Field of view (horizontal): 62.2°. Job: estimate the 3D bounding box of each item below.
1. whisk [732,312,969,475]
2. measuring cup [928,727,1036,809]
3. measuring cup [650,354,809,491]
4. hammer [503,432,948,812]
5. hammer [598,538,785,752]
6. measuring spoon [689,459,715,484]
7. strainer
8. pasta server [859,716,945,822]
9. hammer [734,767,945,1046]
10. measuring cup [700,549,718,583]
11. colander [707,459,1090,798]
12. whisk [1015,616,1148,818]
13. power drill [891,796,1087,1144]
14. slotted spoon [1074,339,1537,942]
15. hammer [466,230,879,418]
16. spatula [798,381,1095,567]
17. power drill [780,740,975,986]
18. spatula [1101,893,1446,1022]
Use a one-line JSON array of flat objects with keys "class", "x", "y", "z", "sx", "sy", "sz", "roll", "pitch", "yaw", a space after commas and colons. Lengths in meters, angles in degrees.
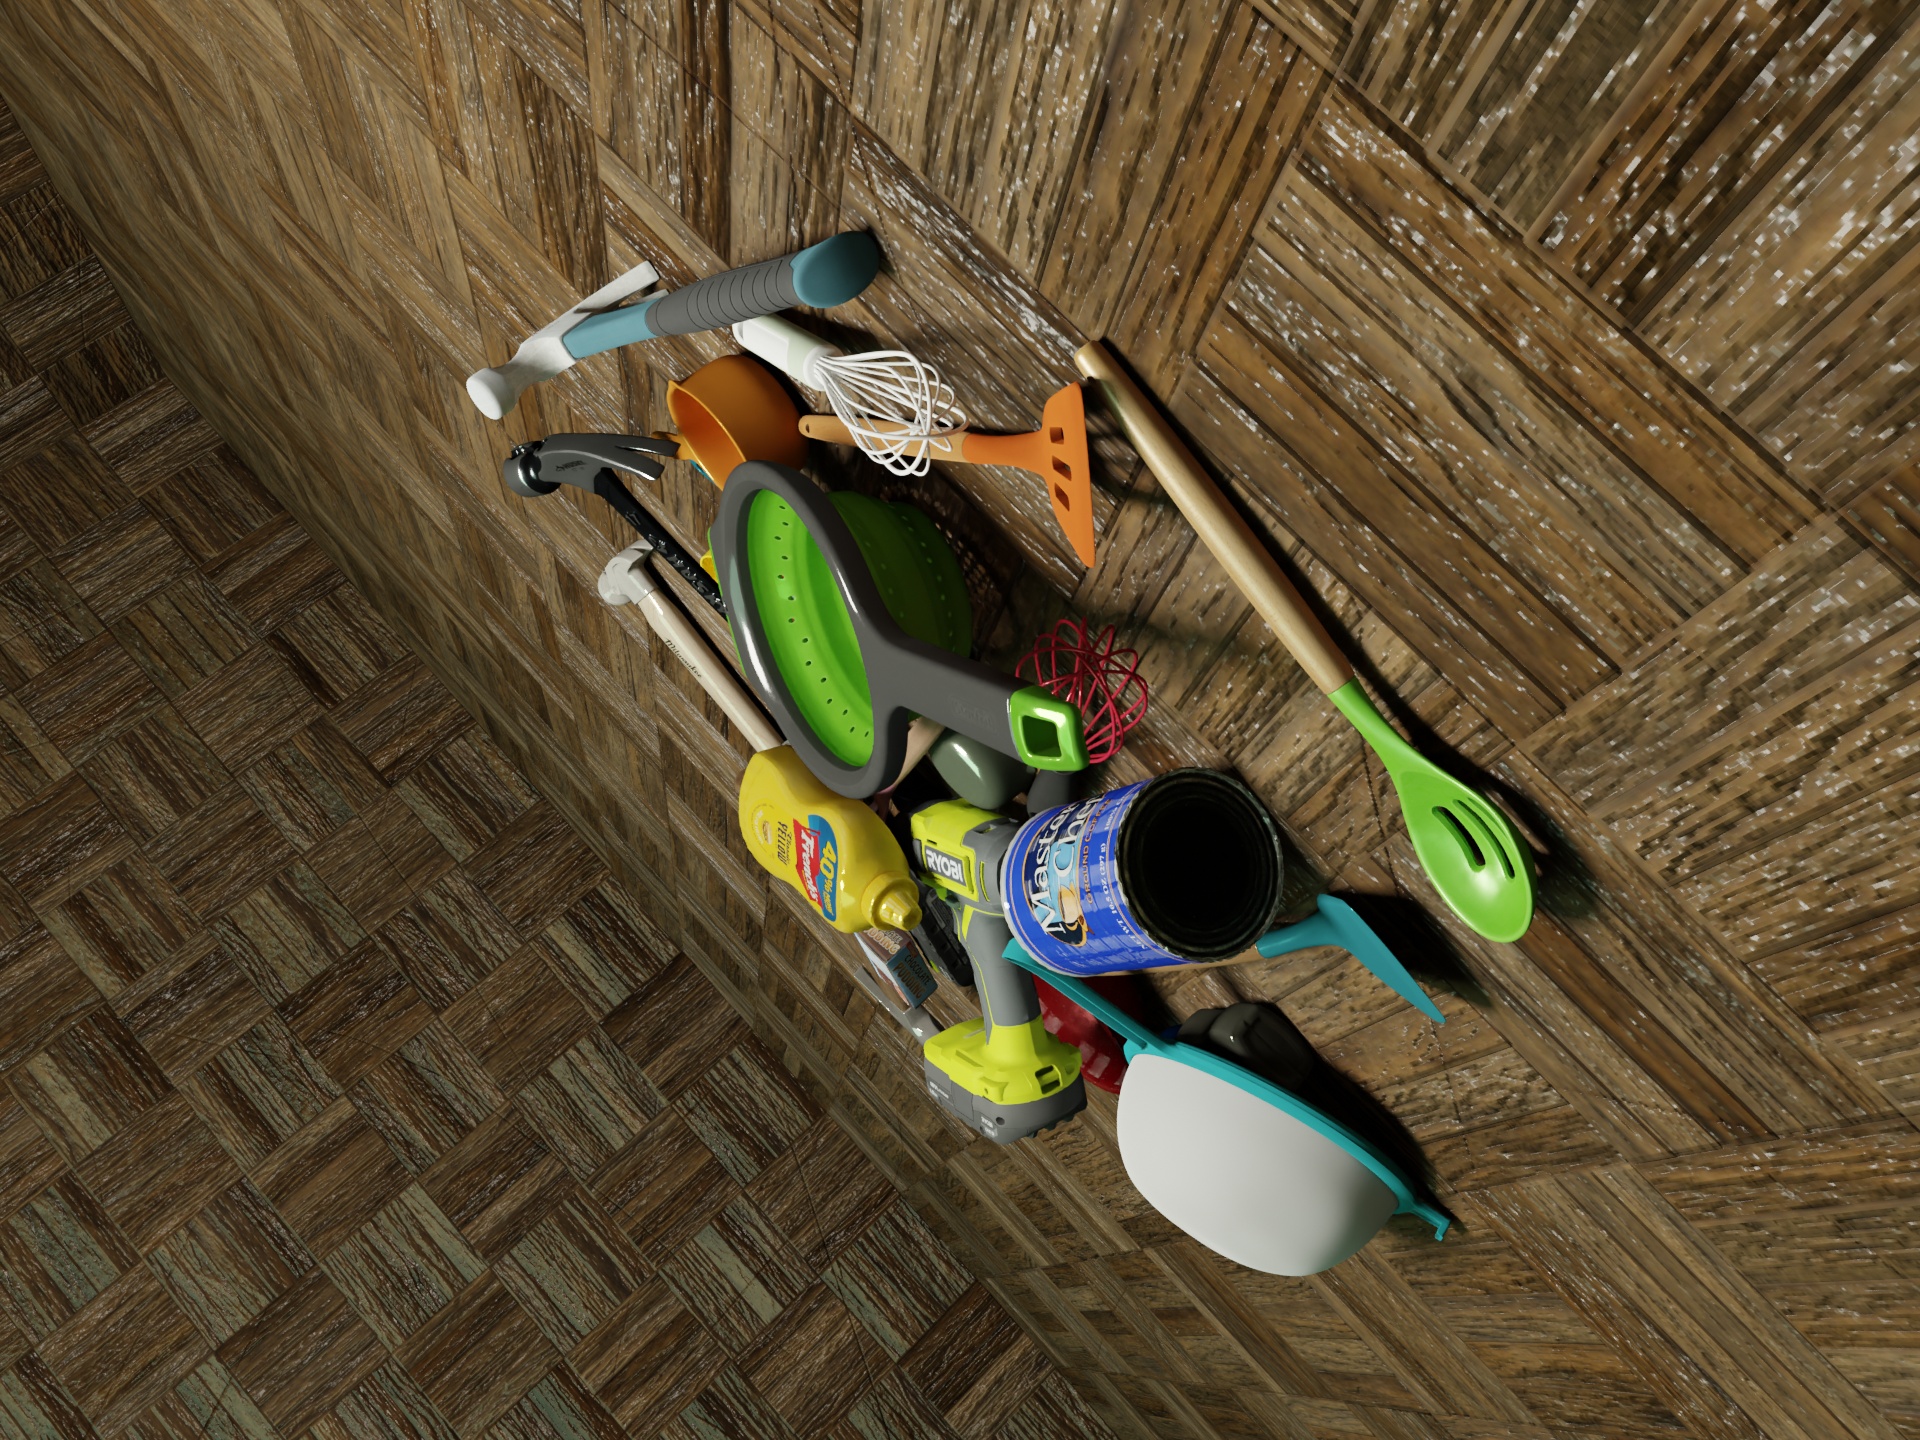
[{"class": "whisk", "x": -0.067, "y": -0.179, "z": 0.819, "sx": 0.247, "sy": 0.059, "sz": 0.057, "roll": 41, "pitch": 137, "yaw": 52}, {"class": "measuring cup", "x": -0.002, "y": -0.003, "z": 1.040, "sx": 0.083, "sy": 0.038, "sz": 0.167, "roll": 33, "pitch": 156, "yaw": 38}, {"class": "measuring cup", "x": -0.152, "y": -0.188, "z": 1.014, "sx": 0.095, "sy": 0.052, "sz": 0.174, "roll": 59, "pitch": 162, "yaw": -23}, {"class": "hammer", "x": -0.134, "y": -0.054, "z": 1.115, "sx": 0.149, "sy": 0.036, "sz": 0.408, "roll": 0, "pitch": 143, "yaw": 45}, {"class": "hammer", "x": -0.181, "y": 0.011, "z": 1.453, "sx": 0.410, "sy": 0.038, "sz": 0.146, "roll": 52, "pitch": 159, "yaw": -8}, {"class": "measuring spoon", "x": -0.157, "y": -0.150, "z": 1.127, "sx": 0.129, "sy": 0.021, "sz": 0.042, "roll": 39, "pitch": 158, "yaw": 24}, {"class": "strainer", "x": 0.136, "y": 0.264, "z": 1.021, "sx": 0.340, "sy": 0.095, "sz": 0.211, "roll": 38, "pitch": 161, "yaw": -22}, {"class": "pasta server", "x": -0.048, "y": 0.034, "z": 1.096, "sx": 0.060, "sy": 0.040, "sz": 0.316, "roll": 60, "pitch": 157, "yaw": 9}, {"class": "hammer", "x": -0.102, "y": 0.166, "z": 1.370, "sx": 0.130, "sy": 0.031, "sz": 0.331, "roll": 29, "pitch": 154, "yaw": 55}, {"class": "measuring cup", "x": -0.134, "y": -0.081, "z": 1.216, "sx": 0.156, "sy": 0.029, "sz": 0.062, "roll": 46, "pitch": 156, "yaw": -28}, {"class": "colander", "x": -0.017, "y": -0.046, "z": 0.864, "sx": 0.397, "sy": 0.094, "sz": 0.204, "roll": 24, "pitch": 131, "yaw": 58}, {"class": "whisk", "x": 0.061, "y": 0.014, "z": 0.921, "sx": 0.073, "sy": 0.073, "sz": 0.295, "roll": 45, "pitch": 165, "yaw": 13}, {"class": "power drill", "x": 0.013, "y": 0.167, "z": 1.123, "sx": 0.171, "sy": 0.080, "sz": 0.223, "roll": 15, "pitch": 117, "yaw": 59}, {"class": "slotted spoon", "x": 0.149, "y": -0.037, "z": 0.685, "sx": 0.314, "sy": 0.031, "sz": 0.070, "roll": 52, "pitch": 160, "yaw": -2}, {"class": "hammer", "x": -0.158, "y": -0.227, "z": 0.887, "sx": 0.331, "sy": 0.128, "sz": 0.033, "roll": 6, "pitch": 134, "yaw": 50}, {"class": "spatula", "x": -0.014, "y": -0.141, "z": 0.817, "sx": 0.323, "sy": 0.041, "sz": 0.081, "roll": 22, "pitch": 123, "yaw": 55}, {"class": "power drill", "x": -0.060, "y": 0.112, "z": 1.323, "sx": 0.229, "sy": 0.080, "sz": 0.190, "roll": 25, "pitch": 150, "yaw": 54}, {"class": "spatula", "x": 0.154, "y": 0.139, "z": 0.925, "sx": 0.082, "sy": 0.044, "sz": 0.317, "roll": 49, "pitch": 151, "yaw": -11}]
